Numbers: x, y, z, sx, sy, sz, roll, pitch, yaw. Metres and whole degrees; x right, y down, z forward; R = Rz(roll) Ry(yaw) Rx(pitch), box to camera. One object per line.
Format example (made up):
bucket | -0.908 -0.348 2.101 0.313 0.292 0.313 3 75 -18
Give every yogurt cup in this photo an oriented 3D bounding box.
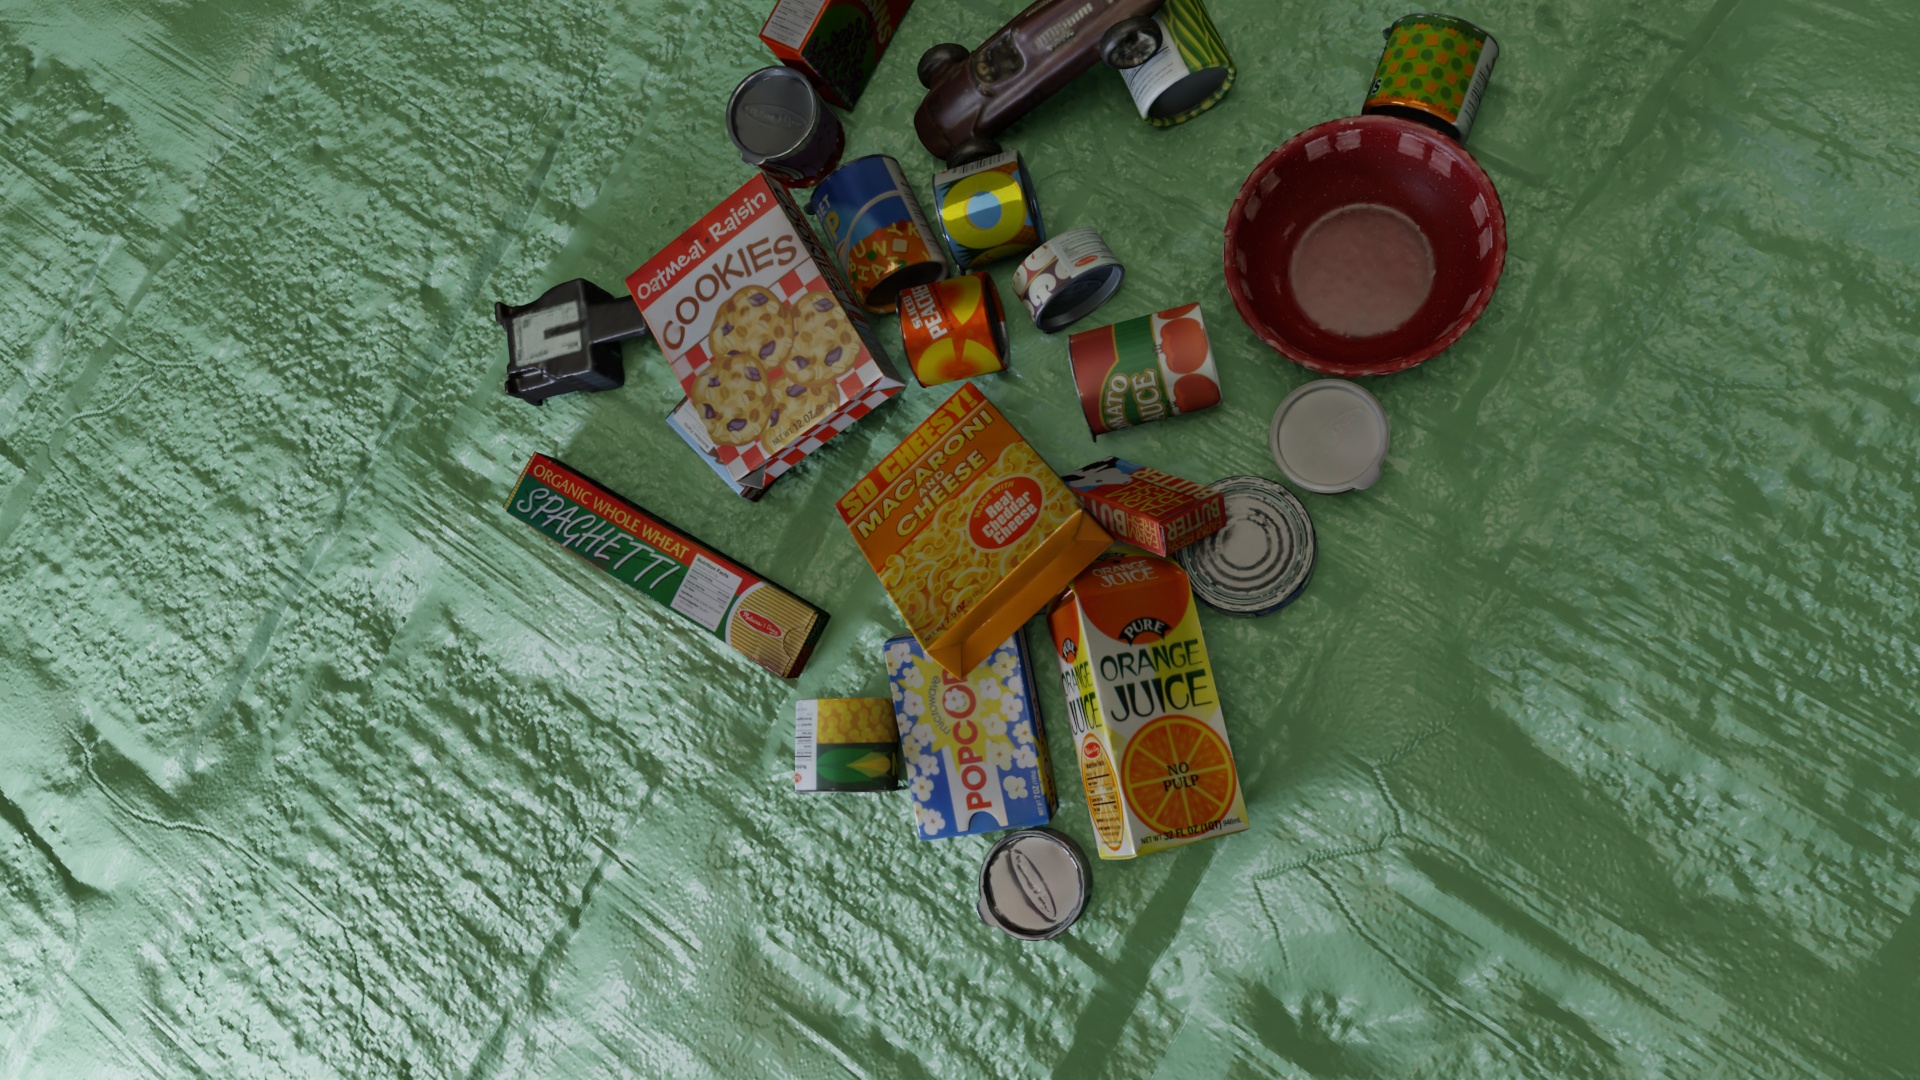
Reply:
yogurt cup | 0.221 -0.058 0.832 0.072 0.054 0.072 -2 81 15

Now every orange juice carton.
orange juice carton | 0.103 0.085 0.822 0.072 0.073 0.193 -9 78 -14

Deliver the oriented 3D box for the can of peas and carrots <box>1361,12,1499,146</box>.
can of peas and carrots | 0.282 -0.277 0.843 0.071 0.071 0.058 20 88 17

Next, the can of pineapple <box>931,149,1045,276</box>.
can of pineapple | 0.020 -0.214 0.907 0.058 0.071 0.071 -15 78 13

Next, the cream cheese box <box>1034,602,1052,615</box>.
cream cheese box | 0.025 0.025 0.890 0.104 0.024 0.053 -9 79 14

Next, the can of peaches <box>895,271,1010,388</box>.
can of peaches | -0.004 -0.138 0.898 0.058 0.071 0.071 -10 79 13

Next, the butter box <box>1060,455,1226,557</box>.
butter box | 0.105 -0.023 0.835 0.103 0.053 0.024 25 131 51

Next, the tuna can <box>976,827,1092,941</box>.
tuna can | 0.045 0.211 0.852 0.071 0.033 0.071 -2 81 15

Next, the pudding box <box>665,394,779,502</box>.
pudding box | -0.156 -0.071 0.952 0.084 0.030 0.049 43 93 17

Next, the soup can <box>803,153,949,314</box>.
soup can | -0.056 -0.201 0.924 0.071 0.071 0.084 -28 76 10

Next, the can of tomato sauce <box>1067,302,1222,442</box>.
can of tomato sauce | 0.115 -0.105 0.862 0.083 0.071 0.071 -13 79 13

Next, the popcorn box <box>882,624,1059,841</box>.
popcorn box | 0.007 0.115 0.863 0.085 0.038 0.126 -11 90 13

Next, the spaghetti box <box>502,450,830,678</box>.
spaghetti box | -0.204 0.014 0.953 0.250 0.028 0.050 28 90 17

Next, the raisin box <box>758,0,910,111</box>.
raisin box | -0.076 -0.370 0.946 0.040 0.086 0.123 29 90 22

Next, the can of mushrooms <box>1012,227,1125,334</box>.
can of mushrooms | 0.067 -0.165 0.887 0.071 0.071 0.033 -34 75 9

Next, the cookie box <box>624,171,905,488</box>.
cookie box | -0.131 -0.138 0.911 0.123 0.040 0.168 -34 75 14

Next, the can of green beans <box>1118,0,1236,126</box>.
can of green beans | 0.135 -0.308 0.888 0.071 0.071 0.058 -26 77 11

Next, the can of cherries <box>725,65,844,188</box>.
can of cherries | -0.121 -0.282 0.960 0.071 0.058 0.071 -2 82 14

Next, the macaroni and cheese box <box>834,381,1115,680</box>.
macaroni and cheese box | 0.003 -0.011 0.850 0.123 0.040 0.167 -42 39 5

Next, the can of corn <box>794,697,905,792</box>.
can of corn | -0.069 0.130 0.880 0.071 0.071 0.058 -3 81 15
